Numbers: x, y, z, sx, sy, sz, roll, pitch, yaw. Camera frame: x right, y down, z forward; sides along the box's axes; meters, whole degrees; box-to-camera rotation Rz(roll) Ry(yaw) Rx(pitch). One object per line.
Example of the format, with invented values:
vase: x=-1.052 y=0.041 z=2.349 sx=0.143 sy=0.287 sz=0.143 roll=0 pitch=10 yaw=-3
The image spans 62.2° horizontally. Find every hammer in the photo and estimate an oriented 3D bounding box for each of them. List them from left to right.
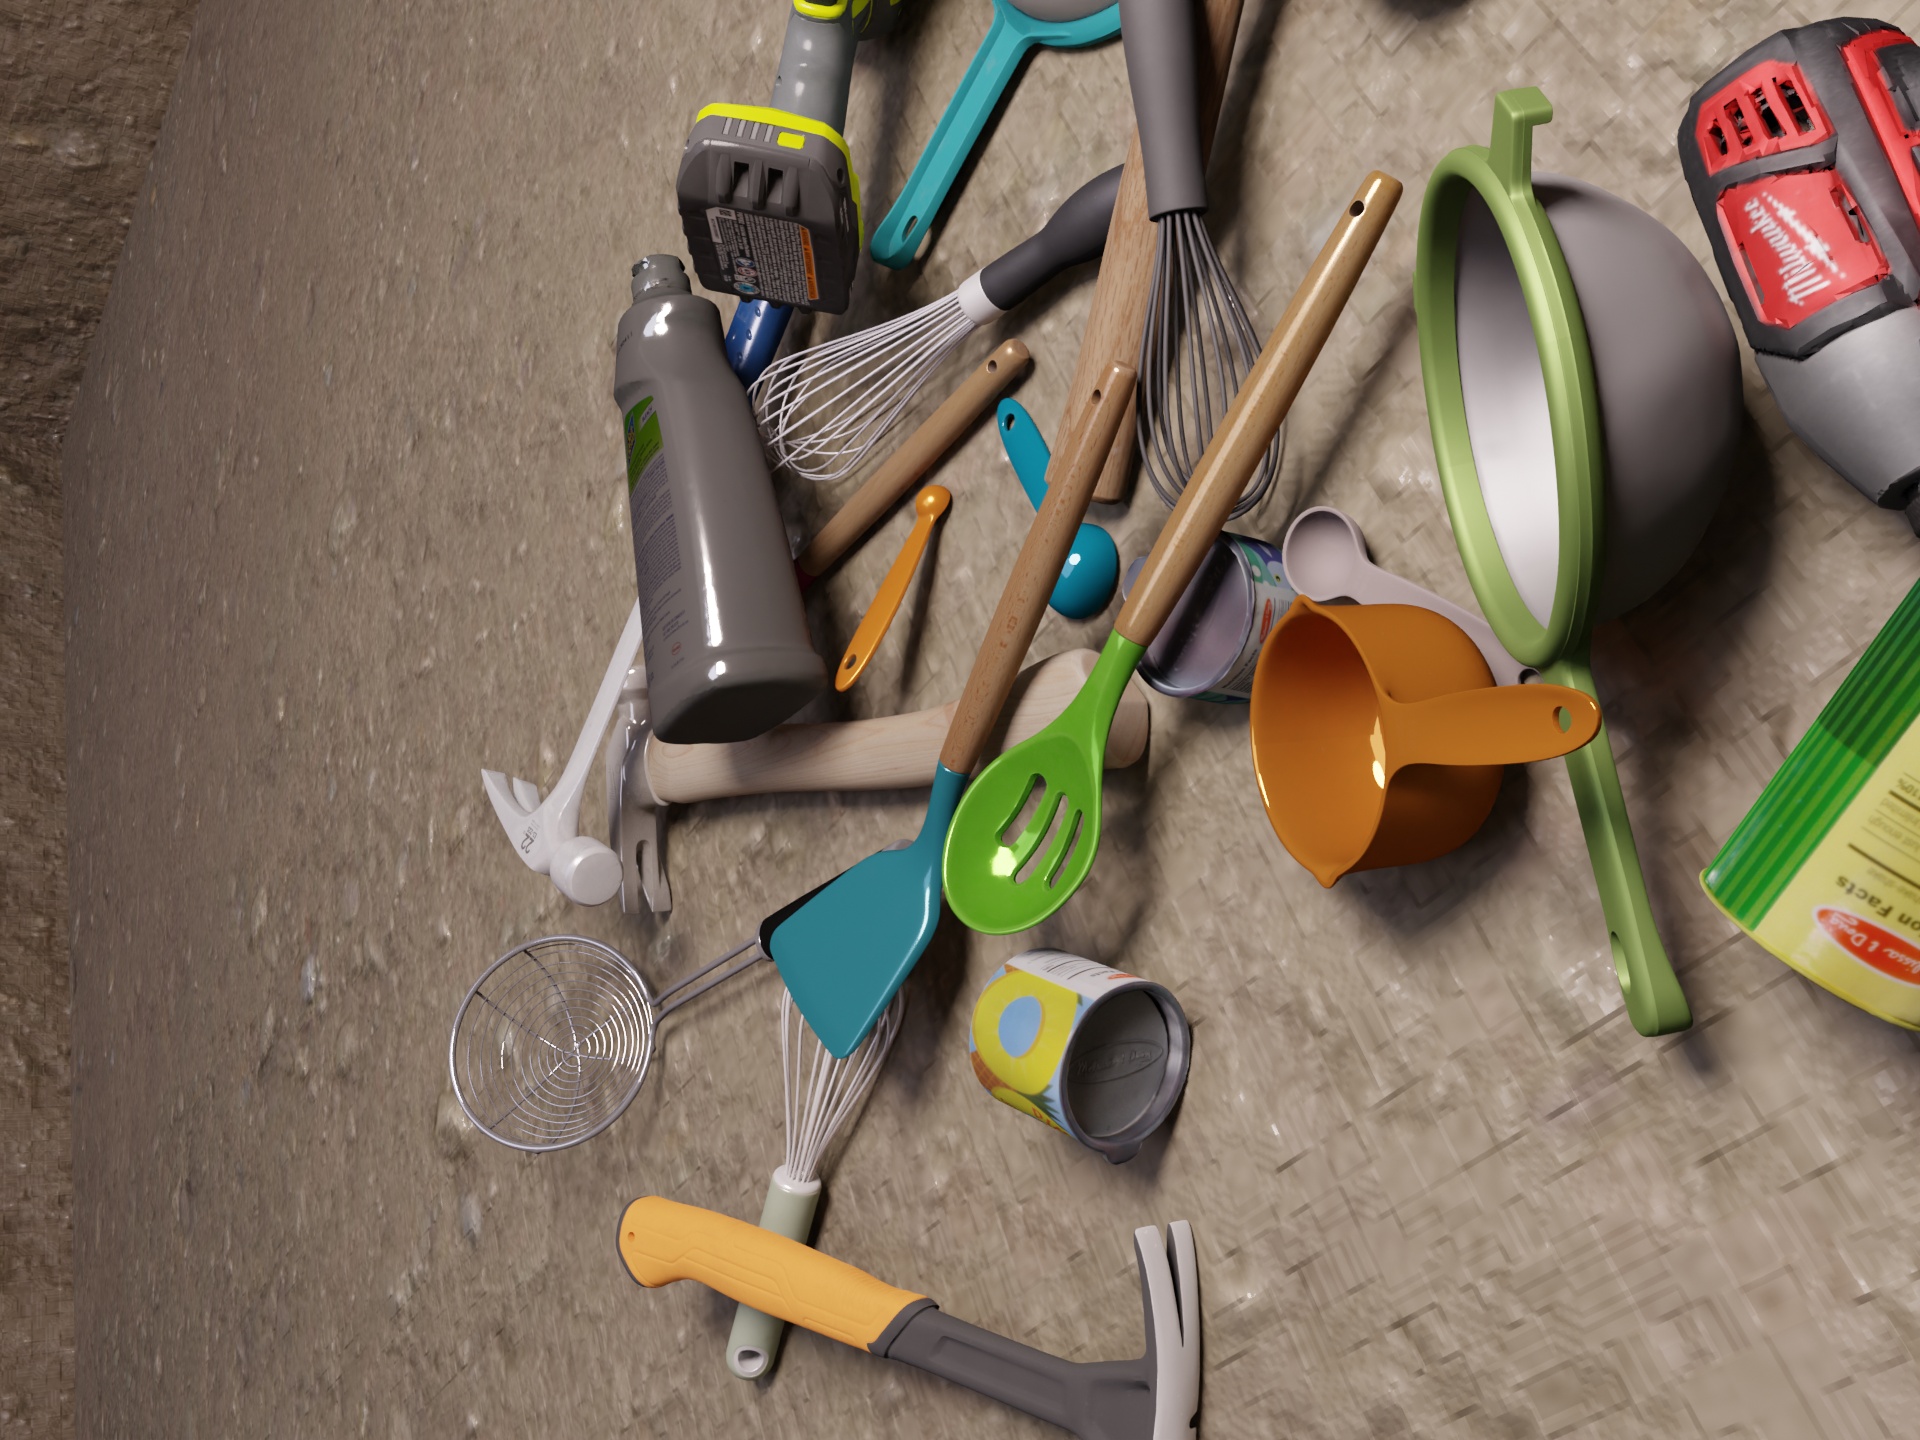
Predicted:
hammer: x=-0.162 y=-0.107 z=0.886 sx=0.144 sy=0.035 sz=0.405 roll=24 pitch=92 yaw=50
hammer: x=-0.066 y=0.027 z=0.797 sx=0.411 sy=0.038 sz=0.146 roll=-6 pitch=86 yaw=49
hammer: x=-0.042 y=0.251 z=0.695 sx=0.337 sy=0.034 sz=0.127 roll=0 pitch=84 yaw=43
hammer: x=0.087 y=-0.250 z=0.630 sx=0.130 sy=0.031 sz=0.331 roll=18 pitch=107 yaw=14

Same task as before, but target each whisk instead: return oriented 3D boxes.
whisk: x=-0.079 y=0.218 z=0.782 sx=0.059 sy=0.058 sz=0.246 roll=-93 pitch=17 yaw=-76
whisk: x=-0.010 y=-0.187 z=0.758 sx=0.284 sy=0.070 sz=0.070 roll=-24 pitch=65 yaw=41
whisk: x=0.085 y=-0.194 z=0.601 sx=0.055 sy=0.055 sz=0.239 roll=-2 pitch=97 yaw=51

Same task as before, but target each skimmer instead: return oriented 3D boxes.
skimmer: x=-0.158 y=0.136 z=0.850 sx=0.363 sy=0.090 sz=0.127 roll=-33 pitch=59 yaw=42

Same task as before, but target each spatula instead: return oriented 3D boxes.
spatula: x=-0.001 y=-0.002 z=0.660 sx=0.082 sy=0.044 sz=0.317 roll=50 pitch=127 yaw=44

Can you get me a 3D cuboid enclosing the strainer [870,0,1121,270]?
strainer: x=0.016 y=-0.367 z=0.720 sx=0.340 sy=0.095 sz=0.211 roll=-57 pitch=45 yaw=26

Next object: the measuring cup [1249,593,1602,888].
measuring cup: x=0.150 y=0.002 z=0.480 sx=0.173 sy=0.052 sz=0.095 roll=170 pitch=96 yaw=-71

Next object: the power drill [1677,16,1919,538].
power drill: x=0.285 y=-0.142 z=0.362 sx=0.219 sy=0.078 sz=0.143 roll=-32 pitch=59 yaw=47

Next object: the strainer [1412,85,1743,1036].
strainer: x=0.193 y=-0.043 z=0.452 sx=0.069 sy=0.151 sz=0.256 roll=-12 pitch=85 yaw=6

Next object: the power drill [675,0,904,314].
power drill: x=-0.070 y=-0.330 z=0.754 sx=0.190 sy=0.080 sz=0.228 roll=102 pitch=178 yaw=-80

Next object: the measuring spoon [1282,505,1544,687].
measuring spoon: x=0.161 y=-0.037 z=0.549 sx=0.124 sy=0.018 sz=0.034 roll=42 pitch=124 yaw=39

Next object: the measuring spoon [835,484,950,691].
measuring spoon: x=-0.035 y=-0.066 z=0.761 sx=0.021 sy=0.011 sz=0.117 roll=4 pitch=63 yaw=49

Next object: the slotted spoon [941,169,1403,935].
slotted spoon: x=0.077 y=-0.052 z=0.588 sx=0.070 sy=0.031 sz=0.313 roll=44 pitch=115 yaw=38

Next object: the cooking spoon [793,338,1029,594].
cooking spoon: x=-0.065 y=-0.095 z=0.833 sx=0.319 sy=0.017 sz=0.069 roll=-39 pitch=66 yaw=42

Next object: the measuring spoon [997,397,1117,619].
measuring spoon: x=0.033 y=-0.100 z=0.709 sx=0.042 sy=0.021 sz=0.129 roll=-48 pitch=49 yaw=36
